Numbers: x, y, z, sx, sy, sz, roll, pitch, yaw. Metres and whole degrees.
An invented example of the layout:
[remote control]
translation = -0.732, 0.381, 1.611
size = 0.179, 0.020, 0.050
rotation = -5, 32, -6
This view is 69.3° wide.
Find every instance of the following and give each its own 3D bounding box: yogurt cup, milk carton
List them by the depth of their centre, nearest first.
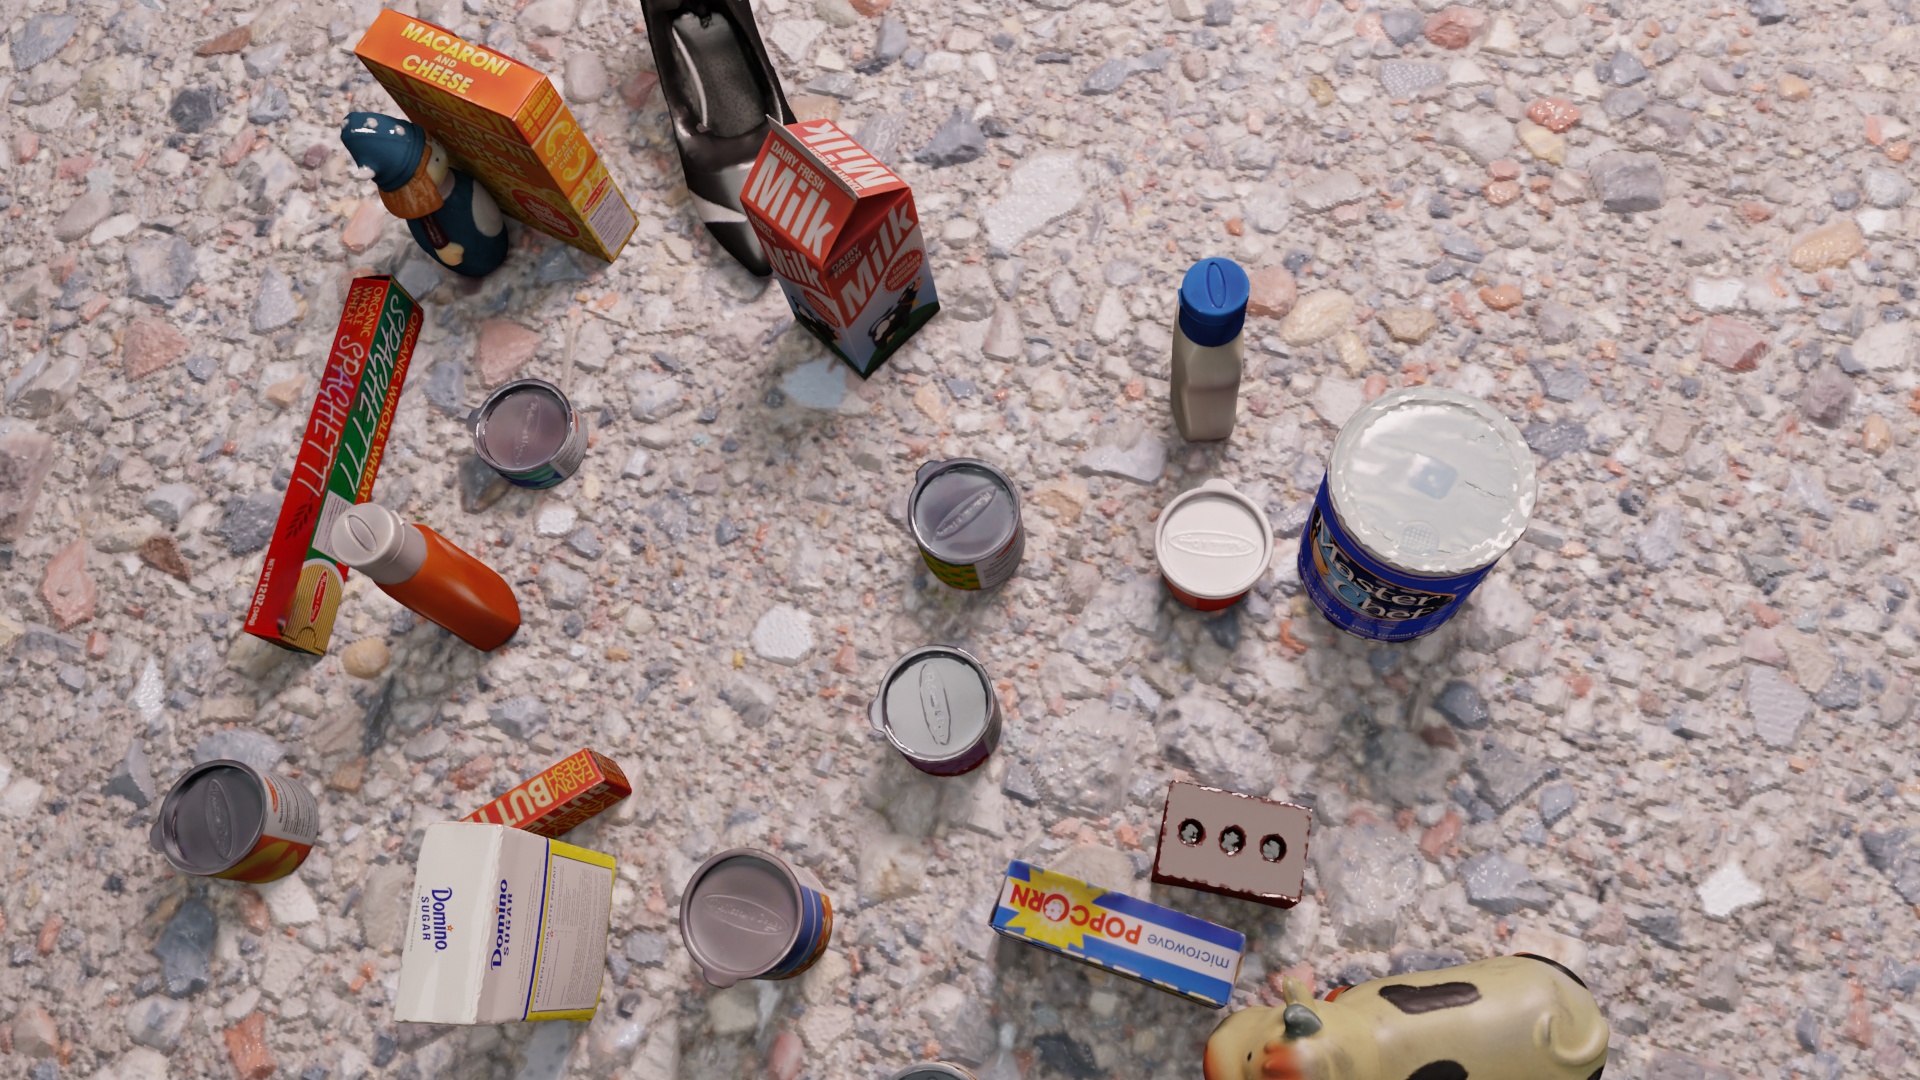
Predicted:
[yogurt cup]
translation = 0.146, 0.008, 0.813
size = 0.072, 0.053, 0.072
rotation = -2, 71, 6
[milk carton]
translation = -0.071, -0.179, 0.831
size = 0.072, 0.190, 0.073
rotation = 42, 81, 18

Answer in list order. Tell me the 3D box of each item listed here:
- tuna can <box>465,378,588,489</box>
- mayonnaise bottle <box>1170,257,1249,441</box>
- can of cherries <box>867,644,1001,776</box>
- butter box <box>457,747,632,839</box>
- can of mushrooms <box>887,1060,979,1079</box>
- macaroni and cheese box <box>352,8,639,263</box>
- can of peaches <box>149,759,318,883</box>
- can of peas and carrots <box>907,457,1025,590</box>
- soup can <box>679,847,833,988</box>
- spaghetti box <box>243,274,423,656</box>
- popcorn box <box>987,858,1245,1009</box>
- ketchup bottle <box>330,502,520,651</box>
[tuna can]
translation = -0.280, -0.068, 0.900
size = 0.071, 0.032, 0.071
rotation = -2, 71, 6
[mayonnaise bottle]
translation = 0.144, -0.111, 0.805
size = 0.041, 0.147, 0.065
rotation = -5, 71, 5
[can of cherries]
translation = -0.014, 0.099, 0.797
size = 0.071, 0.058, 0.071
rotation = -2, 71, 6
[butter box]
translation = -0.247, 0.159, 0.805
size = 0.103, 0.053, 0.024
rotation = -30, 71, -4
[can of mushrooms]
translation = -0.012, 0.311, 0.735
size = 0.071, 0.033, 0.071
rotation = -2, 71, 6
[macaroni and cheese box]
translation = -0.293, -0.258, 0.896
size = 0.124, 0.166, 0.040
rotation = 25, 76, 14
[can of peaches]
translation = -0.427, 0.167, 0.820
size = 0.071, 0.058, 0.071
rotation = -2, 71, 6
[can of peas and carrots]
translation = 0.003, -0.010, 0.833
size = 0.071, 0.058, 0.071
rotation = -2, 71, 6
[soup can]
translation = -0.110, 0.208, 0.756
size = 0.071, 0.083, 0.071
rotation = -2, 71, 6
[spaghetti box]
translation = -0.401, -0.052, 0.898
size = 0.029, 0.050, 0.251
rotation = 5, 71, 8
[popcorn box]
translation = 0.083, 0.209, 0.733
size = 0.127, 0.085, 0.038
rotation = 16, 74, 12
[ketchup bottle]
translation = -0.311, 0.019, 0.811
size = 0.043, 0.148, 0.065
rotation = -41, 72, -8
